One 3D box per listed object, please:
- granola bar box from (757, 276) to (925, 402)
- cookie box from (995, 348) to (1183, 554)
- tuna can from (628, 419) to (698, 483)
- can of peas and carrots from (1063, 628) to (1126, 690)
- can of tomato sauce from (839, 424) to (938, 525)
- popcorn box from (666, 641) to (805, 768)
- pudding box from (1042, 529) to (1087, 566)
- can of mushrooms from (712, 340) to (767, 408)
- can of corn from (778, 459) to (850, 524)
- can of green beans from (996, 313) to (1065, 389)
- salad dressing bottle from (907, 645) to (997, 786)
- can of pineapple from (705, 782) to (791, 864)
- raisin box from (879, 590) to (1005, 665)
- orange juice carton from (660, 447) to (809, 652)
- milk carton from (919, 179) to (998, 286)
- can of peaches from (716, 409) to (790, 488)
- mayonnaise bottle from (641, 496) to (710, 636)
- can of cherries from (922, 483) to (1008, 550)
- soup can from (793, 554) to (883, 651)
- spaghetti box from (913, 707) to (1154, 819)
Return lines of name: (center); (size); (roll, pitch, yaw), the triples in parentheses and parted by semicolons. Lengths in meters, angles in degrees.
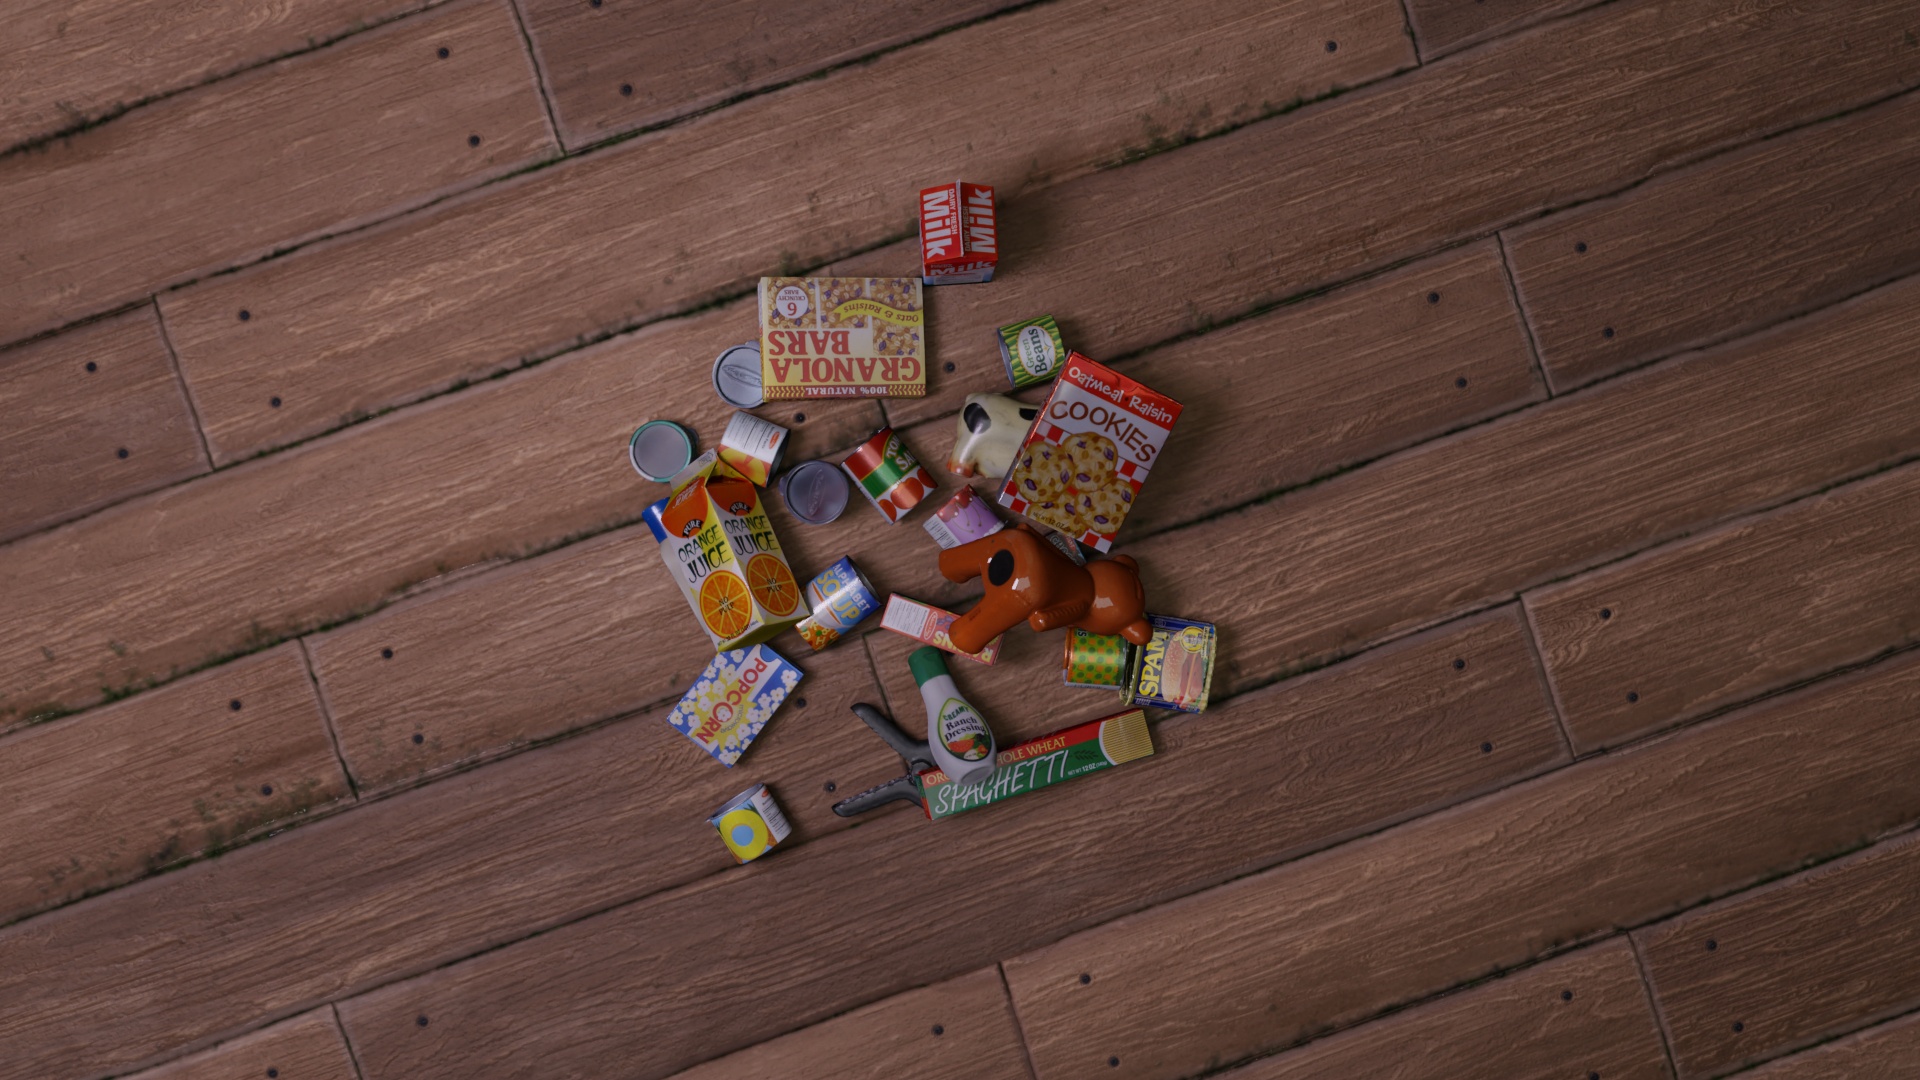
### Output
granola bar box: (-0.122, -0.206, 1.424); (0.166, 0.039, 0.124); (-2, 90, -15)
cookie box: (0.127, -0.088, 1.372); (0.123, 0.040, 0.167); (25, 103, -8)
tuna can: (-0.307, -0.094, 1.443); (0.071, 0.033, 0.071); (0, 92, -1)
can of peas and carrots: (0.139, 0.119, 1.445); (0.059, 0.071, 0.071); (4, 92, -1)
can of tomato sauce: (-0.072, -0.068, 1.433); (0.071, 0.071, 0.083); (-40, 93, 0)
popcorn box: (-0.234, 0.162, 1.450); (0.085, 0.038, 0.126); (38, 91, -1)
pudding box: (0.109, 0.030, 1.459); (0.050, 0.030, 0.083); (-27, 93, -1)
can of mushrooms: (-0.221, -0.172, 1.443); (0.071, 0.033, 0.071); (0, 92, -1)
can of corn: (-0.150, -0.051, 1.436); (0.071, 0.058, 0.071); (0, 92, -1)
can of green beans: (0.074, -0.195, 1.433); (0.058, 0.071, 0.071); (-16, 92, -1)
salad dressing bottle: (-0.012, 0.177, 1.422); (0.064, 0.043, 0.148); (-13, 57, -22)
can of pineapple: (-0.219, 0.294, 1.441); (0.071, 0.071, 0.058); (-32, 93, 0)
raisin box: (-0.019, 0.089, 1.430); (0.123, 0.086, 0.040); (20, 87, -2)
orange juice carton: (-0.234, 0.008, 1.393); (0.071, 0.073, 0.193); (-31, 79, 31)
milk carton: (-0.003, -0.300, 1.366); (0.073, 0.190, 0.072); (-4, 93, -2)
can of peaches: (-0.214, -0.093, 1.430); (0.058, 0.071, 0.071); (22, 91, -2)
mayonnaise bottle: (-0.277, 0.026, 1.435); (0.041, 0.065, 0.148); (-32, 88, 13)
can of cherries: (0.005, -0.018, 1.438); (0.071, 0.071, 0.058); (-42, 91, 0)
soup can: (-0.132, 0.065, 1.433); (0.084, 0.071, 0.071); (-36, 93, 0)
spaghetti box: (0.078, 0.232, 1.445); (0.250, 0.028, 0.050); (-15, 89, -11)
